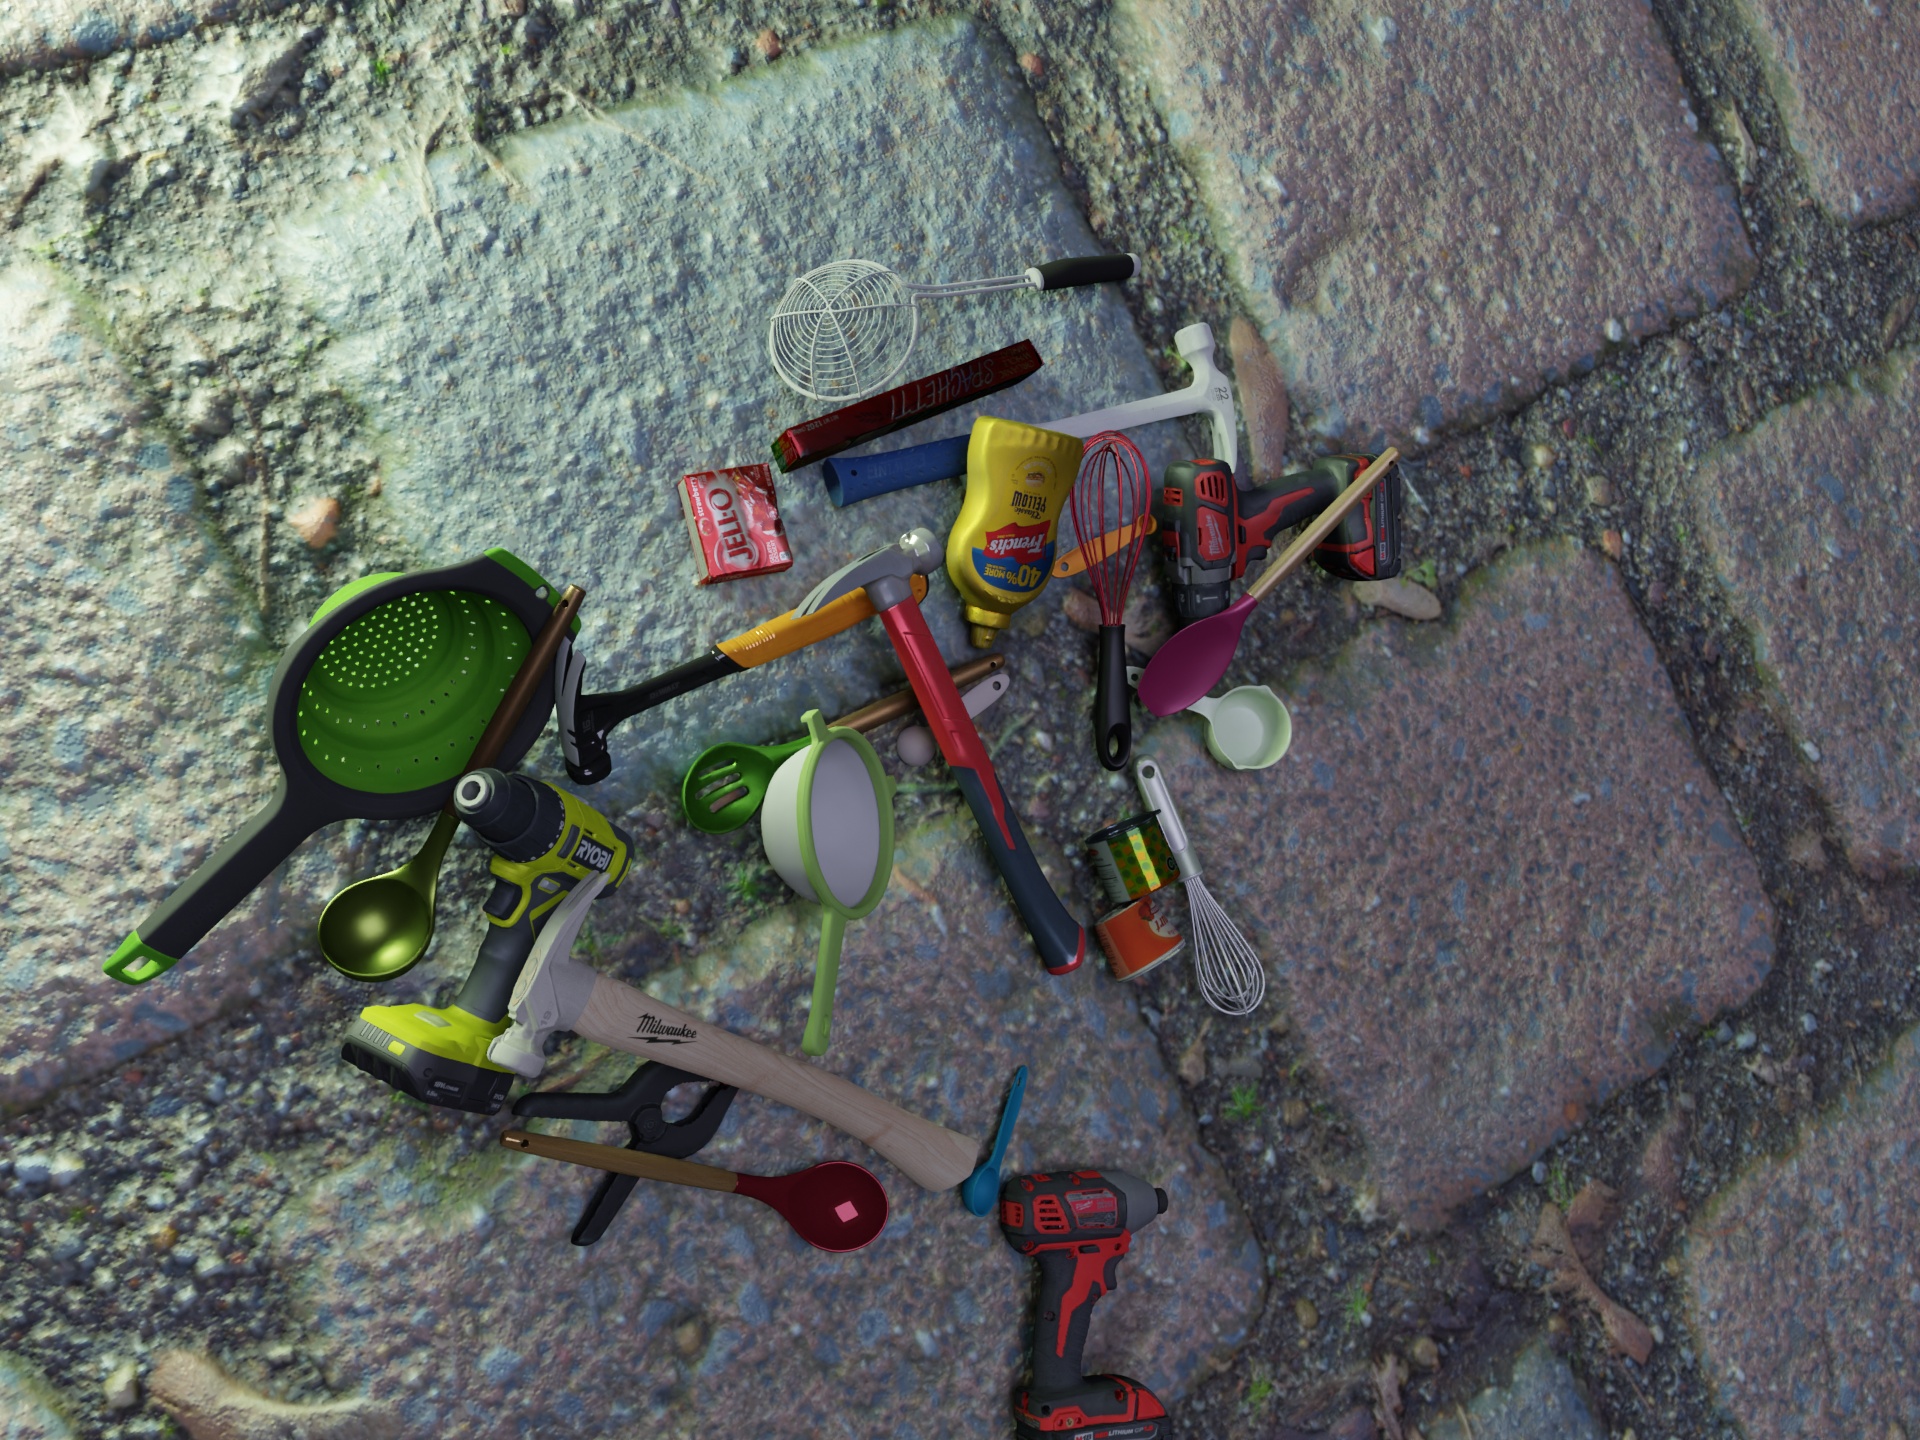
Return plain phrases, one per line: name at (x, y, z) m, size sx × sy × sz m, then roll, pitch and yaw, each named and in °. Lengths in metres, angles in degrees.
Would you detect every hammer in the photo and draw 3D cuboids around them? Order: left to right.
hammer at (-0.161, -0.064, 1.246) m, size 0.337 × 0.127 × 0.034 m, roll -26°, pitch 51°, yaw -32°
hammer at (-0.141, 0.255, 1.189) m, size 0.410 × 0.038 × 0.146 m, roll 32°, pitch 74°, yaw -31°
hammer at (-0.001, 0.045, 1.294) m, size 0.143 × 0.038 × 0.386 m, roll -34°, pitch 105°, yaw -36°
hammer at (0.073, -0.246, 1.404) m, size 0.405 × 0.035 × 0.144 m, roll -17°, pitch 89°, yaw -23°

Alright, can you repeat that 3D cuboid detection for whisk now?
whisk at (0.132, -0.102, 1.380) m, size 0.073 × 0.073 × 0.296 m, roll -4°, pitch 97°, yaw -23°
whisk at (0.204, 0.144, 1.397) m, size 0.058 × 0.059 × 0.246 m, roll -22°, pitch 86°, yaw -2°

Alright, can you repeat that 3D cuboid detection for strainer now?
strainer at (-0.117, 0.130, 1.225) m, size 0.151 × 0.069 × 0.257 m, roll 46°, pitch 45°, yaw -56°

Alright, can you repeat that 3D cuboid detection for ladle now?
ladle at (-0.351, 0.043, 1.119) m, size 0.078 × 0.062 × 0.320 m, roll 32°, pitch 96°, yaw 11°
ladle at (-0.193, 0.342, 1.188) m, size 0.315 × 0.031 × 0.069 m, roll 22°, pitch 75°, yaw -29°

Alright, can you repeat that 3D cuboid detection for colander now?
colander at (-0.454, 0.020, 1.121) m, size 0.397 × 0.095 × 0.204 m, roll -44°, pitch 143°, yaw -4°

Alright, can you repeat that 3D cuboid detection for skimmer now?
skimmer at (0.006, -0.360, 1.395) m, size 0.363 × 0.090 × 0.127 m, roll -18°, pitch 69°, yaw -34°

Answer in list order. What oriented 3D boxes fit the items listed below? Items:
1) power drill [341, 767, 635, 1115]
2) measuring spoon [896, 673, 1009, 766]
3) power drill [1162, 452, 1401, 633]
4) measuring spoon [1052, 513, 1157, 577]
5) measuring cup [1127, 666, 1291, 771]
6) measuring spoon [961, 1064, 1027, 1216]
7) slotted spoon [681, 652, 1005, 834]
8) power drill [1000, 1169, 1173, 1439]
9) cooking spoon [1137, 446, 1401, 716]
power drill at (-0.330, 0.148, 1.110) m, size 0.080 × 0.190 × 0.228 m, roll 20°, pitch 77°, yaw 20°
measuring spoon at (-0.002, -0.004, 1.348) m, size 0.124 × 0.018 × 0.034 m, roll -37°, pitch 97°, yaw -23°
power drill at (0.286, -0.151, 1.448) m, size 0.226 × 0.080 × 0.188 m, roll -10°, pitch 104°, yaw -22°
measuring spoon at (0.128, -0.156, 1.430) m, size 0.117 × 0.011 × 0.021 m, roll -29°, pitch 93°, yaw -20°
measuring cup at (0.216, -0.009, 1.433) m, size 0.167 × 0.038 × 0.083 m, roll 23°, pitch 75°, yaw -5°
measuring spoon at (0.027, 0.344, 1.311) m, size 0.042 × 0.021 × 0.129 m, roll 52°, pitch 51°, yaw -49°
slotted spoon at (-0.092, 0.008, 1.305) m, size 0.314 × 0.031 × 0.070 m, roll -25°, pitch 110°, yaw -26°
power drill at (0.108, 0.479, 1.295) m, size 0.143 × 0.078 × 0.220 m, roll 2°, pitch 79°, yaw -22°
cooking spoon at (0.274, -0.125, 1.401) m, size 0.319 × 0.017 × 0.068 m, roll -45°, pitch 120°, yaw -2°
